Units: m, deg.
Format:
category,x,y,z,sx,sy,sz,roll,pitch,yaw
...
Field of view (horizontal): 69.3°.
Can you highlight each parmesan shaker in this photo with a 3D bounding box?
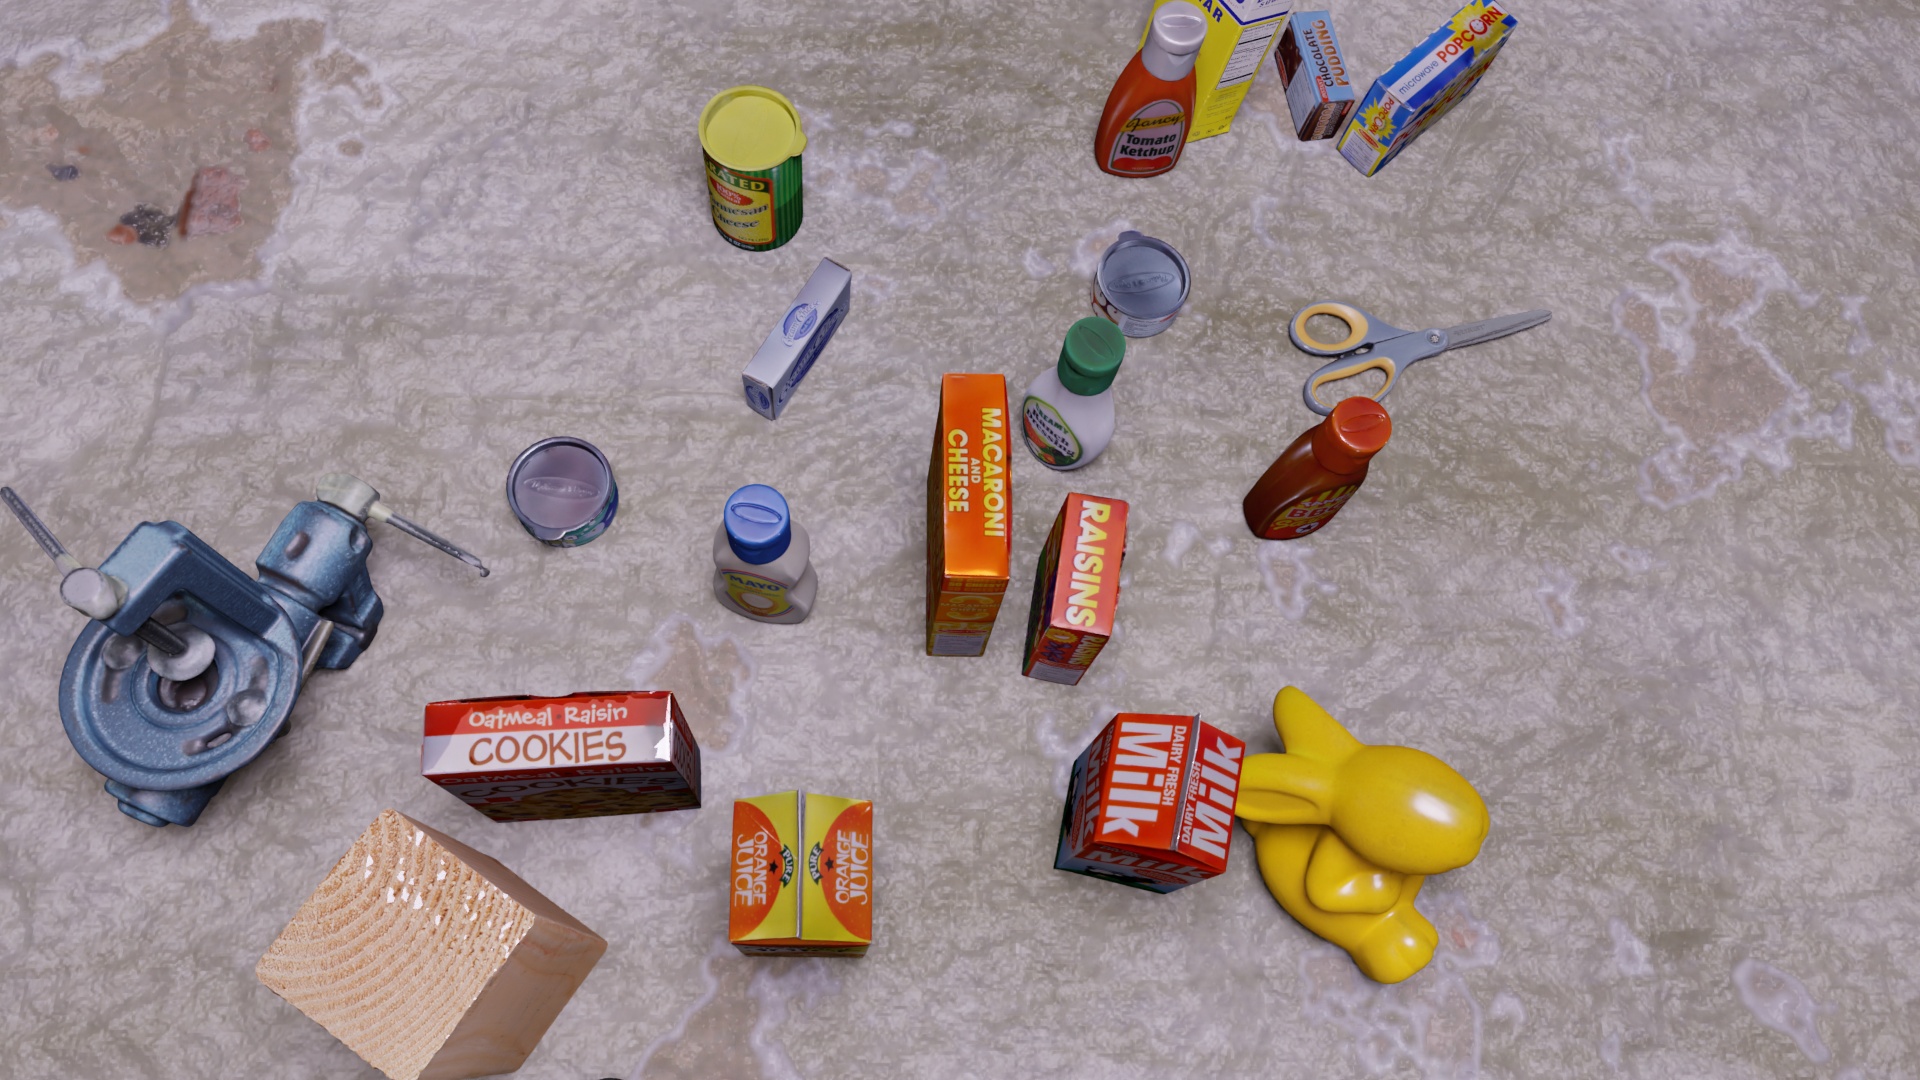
category,x,y,z,sx,sy,sz,roll,pitch,yaw
parmesan shaker,-0.138,-0.249,0.944,0.071,0.102,0.071,2,70,-5

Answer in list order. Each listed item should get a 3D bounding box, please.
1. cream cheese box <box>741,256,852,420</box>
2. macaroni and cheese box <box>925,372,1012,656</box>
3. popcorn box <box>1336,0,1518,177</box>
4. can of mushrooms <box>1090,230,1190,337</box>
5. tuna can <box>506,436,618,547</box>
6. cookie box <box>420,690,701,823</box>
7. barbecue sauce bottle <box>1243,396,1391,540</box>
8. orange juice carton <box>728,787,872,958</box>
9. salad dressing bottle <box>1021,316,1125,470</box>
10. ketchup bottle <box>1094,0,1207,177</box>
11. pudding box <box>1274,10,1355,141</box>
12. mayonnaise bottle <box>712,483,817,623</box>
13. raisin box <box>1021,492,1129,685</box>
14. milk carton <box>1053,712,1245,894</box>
category,x,y,z,sx,sy,sz,roll,pitch,yaw
cream cheese box,-0.108,-0.135,0.932,0.024,0.053,0.104,29,70,5
macaroni and cheese box,0.003,-0.010,0.837,0.040,0.166,0.124,1,70,-5
popcorn box,0.345,-0.337,1.031,0.127,0.085,0.038,-41,79,-17
can of mushrooms,0.126,-0.181,0.981,0.071,0.033,0.071,2,70,-5
tuna can,-0.255,-0.028,0.890,0.071,0.032,0.071,2,70,-5
cookie box,-0.212,0.121,0.768,0.123,0.167,0.040,-3,71,-6
barbecue sauce bottle,0.228,-0.045,0.880,0.065,0.148,0.044,-13,72,-10
orange juice carton,-0.084,0.183,0.744,0.073,0.192,0.072,1,70,-5
salad dressing bottle,0.073,-0.093,0.883,0.044,0.147,0.064,-41,79,-17
ketchup bottle,0.136,-0.312,0.968,0.065,0.148,0.043,-3,71,-6
pudding box,0.266,-0.351,1.047,0.030,0.049,0.084,-8,71,-8
mayonnaise bottle,-0.118,0.010,0.828,0.065,0.147,0.041,13,70,0
raisin box,0.069,0.033,0.850,0.040,0.123,0.086,11,70,-1
milk carton,0.106,0.148,0.776,0.073,0.190,0.072,13,70,0
